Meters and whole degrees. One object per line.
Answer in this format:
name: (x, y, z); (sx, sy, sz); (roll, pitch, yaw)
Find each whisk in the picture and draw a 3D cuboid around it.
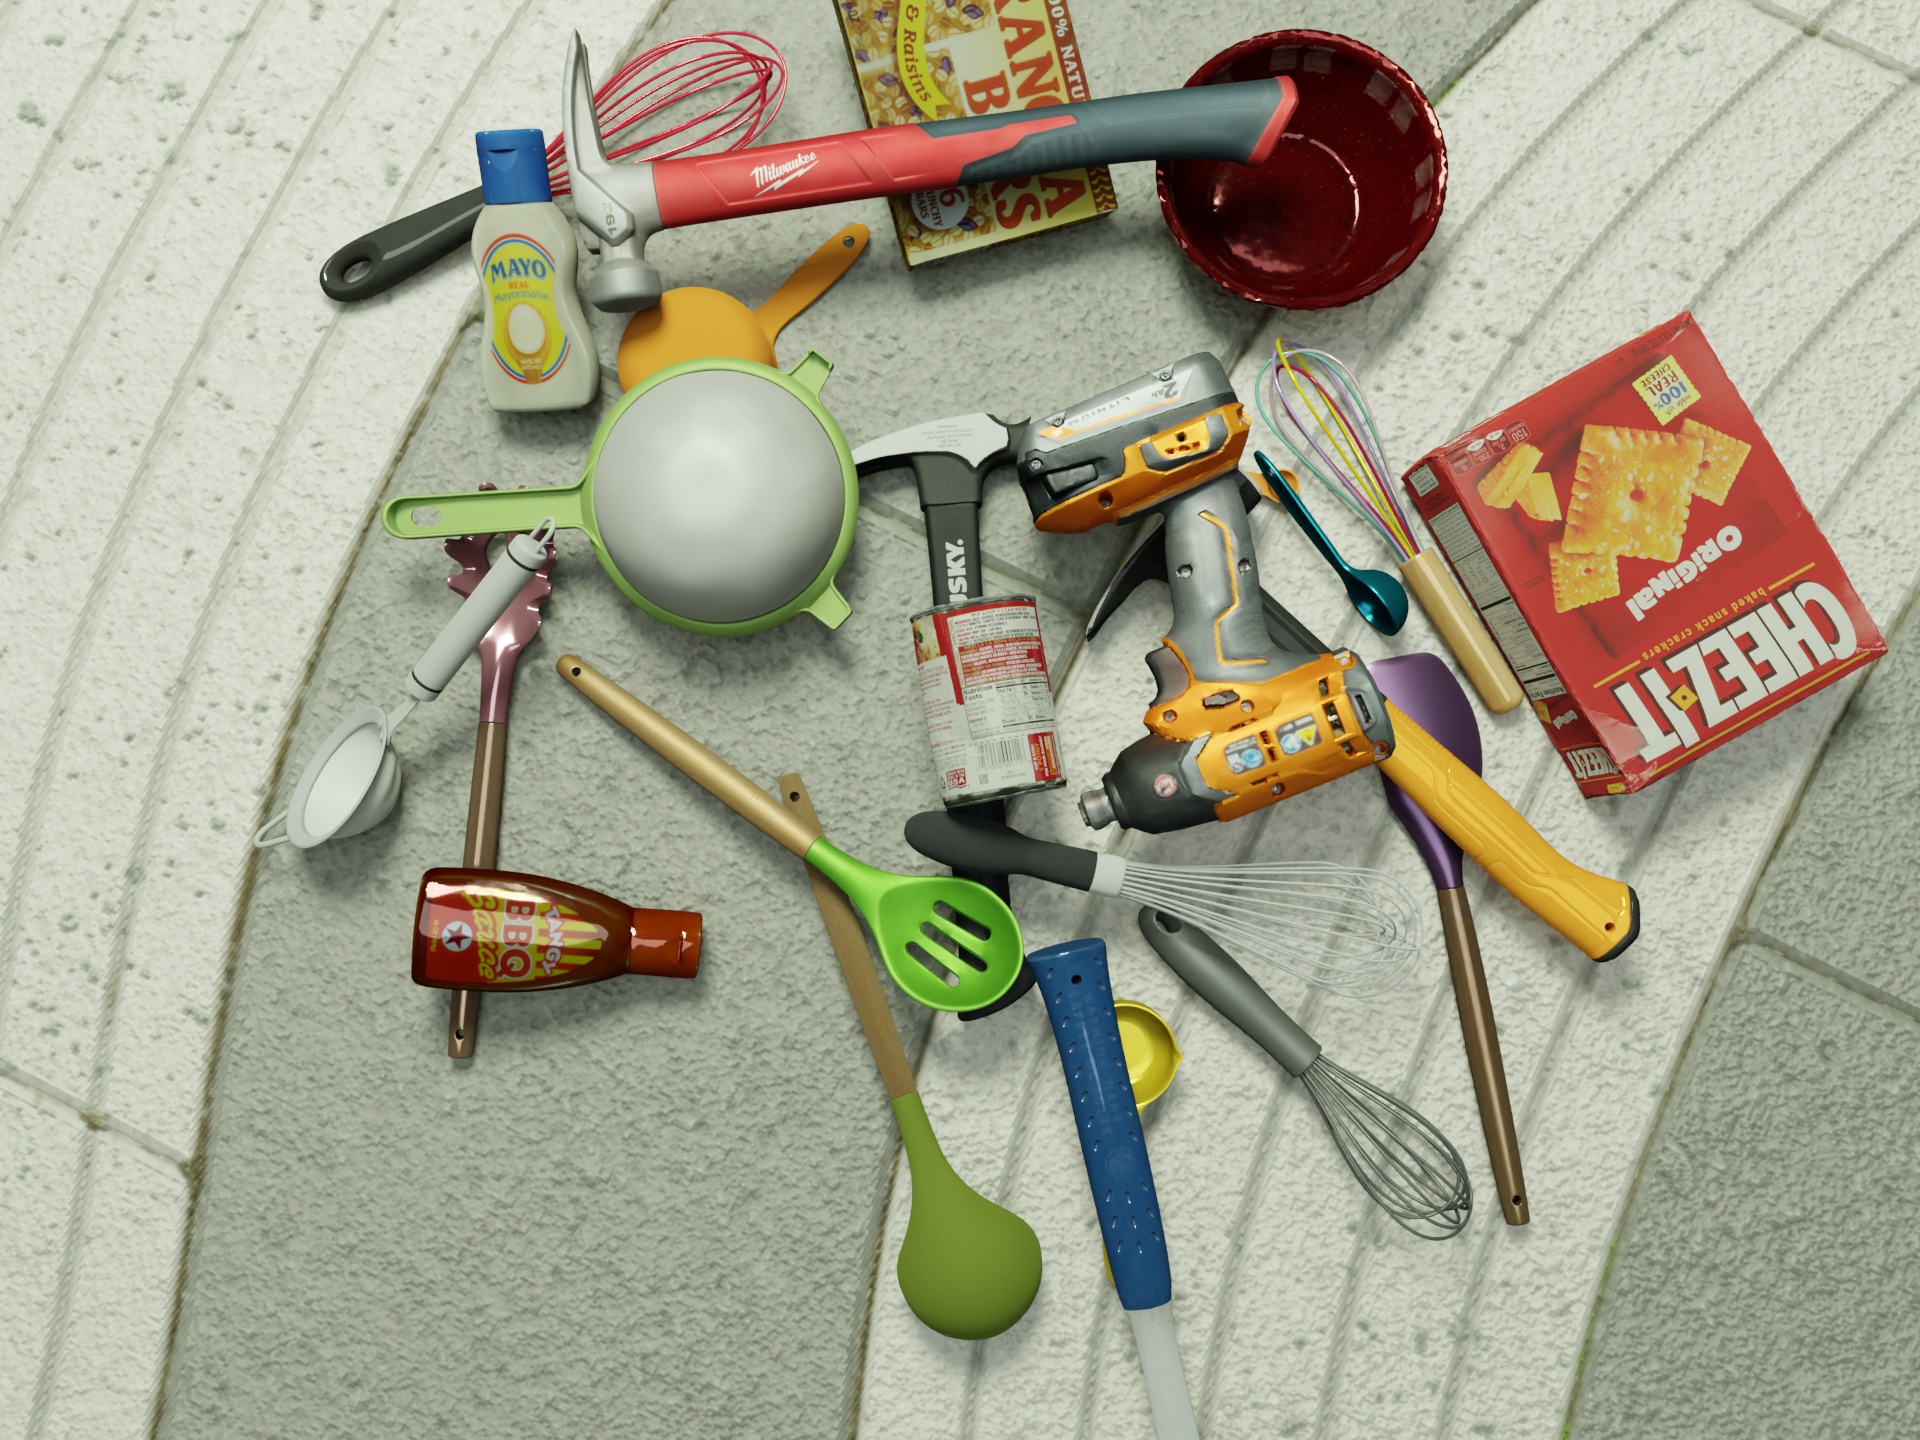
whisk: (0.185, 0.186, 0.861); (0.239, 0.055, 0.055); (44, 86, 8)
whisk: (-0.233, -0.310, 0.904); (0.296, 0.073, 0.073); (-25, 85, 4)
whisk: (0.240, -0.109, 0.888); (0.051, 0.047, 0.245); (-32, 89, -2)
whisk: (0.108, 0.091, 0.845); (0.284, 0.070, 0.070); (13, 85, -2)

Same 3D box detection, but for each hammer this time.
hammer: (-0.015, -0.317, 0.849); (0.386, 0.038, 0.143); (-9, 94, -1)
hammer: (0.106, 0.315, 0.835); (0.144, 0.035, 0.405); (-13, 90, -1)
hammer: (0.225, 0.012, 0.867); (0.337, 0.034, 0.127); (43, 91, 7)
hammer: (-0.001, -0.003, 0.884); (0.146, 0.035, 0.335); (-4, 85, -1)

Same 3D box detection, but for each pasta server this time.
pasta server: (-0.263, 0.028, 0.880); (0.060, 0.040, 0.316); (5, 86, -4)

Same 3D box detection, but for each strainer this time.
strainer: (-0.289, -0.012, 0.850); (0.050, 0.087, 0.258); (29, 114, -37)
strainer: (-0.183, -0.115, 0.835); (0.256, 0.069, 0.151); (-4, 95, -1)

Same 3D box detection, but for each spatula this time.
spatula: (0.278, 0.118, 0.879); (0.060, 0.018, 0.316); (-9, 84, 1)

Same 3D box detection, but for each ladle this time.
ladle: (-0.039, 0.179, 0.870); (0.078, 0.062, 0.320); (-21, 78, 0)

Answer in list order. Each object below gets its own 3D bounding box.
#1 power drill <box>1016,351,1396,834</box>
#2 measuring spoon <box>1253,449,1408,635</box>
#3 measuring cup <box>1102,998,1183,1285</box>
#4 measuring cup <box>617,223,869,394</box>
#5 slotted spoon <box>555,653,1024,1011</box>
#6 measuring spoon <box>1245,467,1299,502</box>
power drill: (0.108, -0.056, 0.827); (0.164, 0.084, 0.226); (-23, 88, 3)
measuring spoon: (0.209, -0.104, 0.886); (0.021, 0.042, 0.128); (-36, 85, -5)
measuring cup: (0.088, 0.229, 0.870); (0.062, 0.029, 0.156); (1, 93, 0)
measuring cup: (-0.118, -0.227, 0.895); (0.173, 0.052, 0.095); (-43, 86, -1)
slotted spoon: (-0.099, 0.053, 0.864); (0.314, 0.031, 0.070); (35, 80, 12)
measuring spoon: (0.134, -0.137, 0.909); (0.117, 0.011, 0.021); (4, 94, 4)
